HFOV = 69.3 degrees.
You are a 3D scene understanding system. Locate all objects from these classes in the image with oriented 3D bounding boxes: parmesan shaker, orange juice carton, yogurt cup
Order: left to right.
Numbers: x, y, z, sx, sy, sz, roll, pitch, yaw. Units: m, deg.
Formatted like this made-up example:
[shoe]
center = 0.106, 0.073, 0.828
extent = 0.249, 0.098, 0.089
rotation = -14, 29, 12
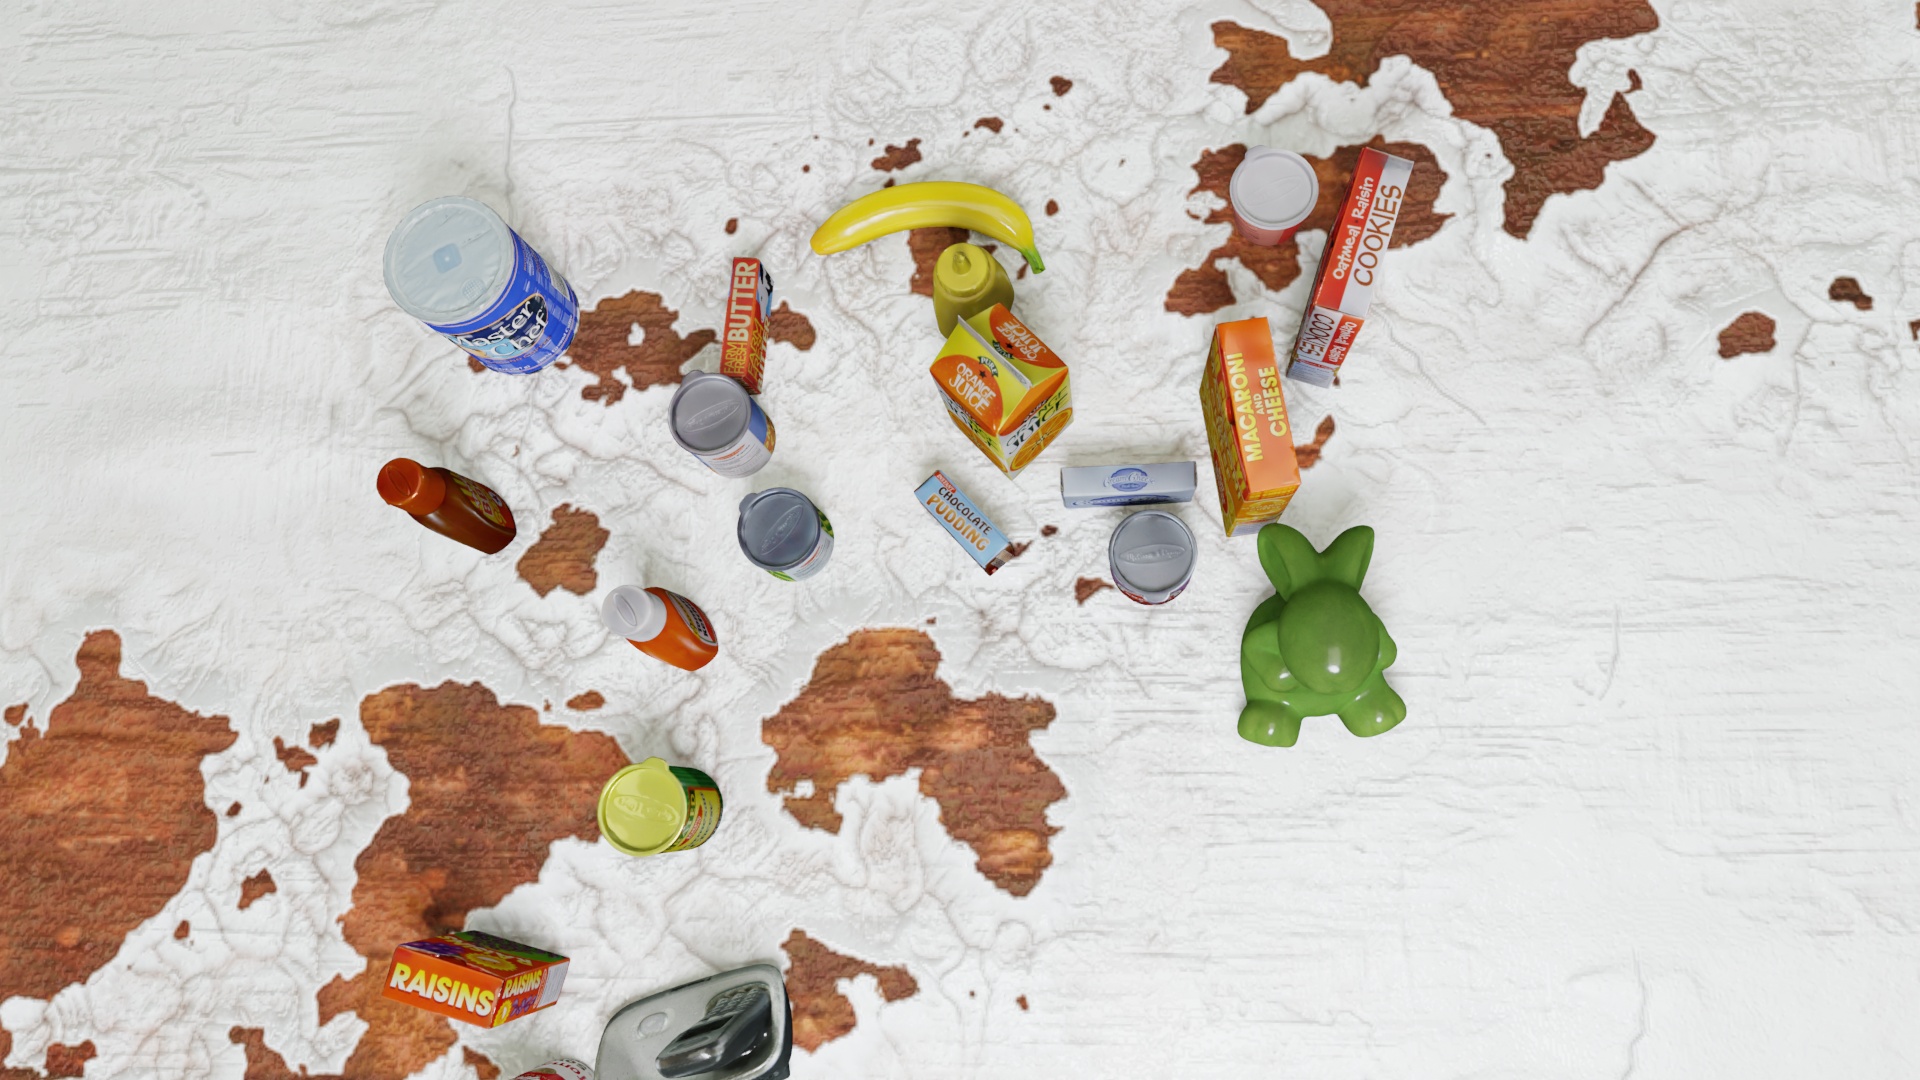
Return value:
[parmesan shaker]
center = -0.221, 0.199, 1.042
extent = 0.071, 0.103, 0.071
rotation = -1, 79, 6
[orange juice carton]
center = 0.032, -0.112, 1.030
extent = 0.073, 0.192, 0.072
rotation = -44, 78, -3
[yogurt cup]
center = 0.248, -0.271, 1.109
extent = 0.072, 0.054, 0.072
rotation = -1, 79, 6

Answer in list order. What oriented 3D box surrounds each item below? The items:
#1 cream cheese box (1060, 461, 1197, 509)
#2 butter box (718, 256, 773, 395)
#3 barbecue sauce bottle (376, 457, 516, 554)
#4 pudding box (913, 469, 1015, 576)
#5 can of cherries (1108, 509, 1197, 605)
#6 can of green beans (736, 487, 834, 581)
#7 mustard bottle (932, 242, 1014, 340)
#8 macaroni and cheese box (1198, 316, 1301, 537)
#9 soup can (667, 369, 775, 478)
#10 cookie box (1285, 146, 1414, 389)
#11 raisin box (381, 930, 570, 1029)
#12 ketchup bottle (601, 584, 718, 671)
[cream cheese box]
center = 0.130, -0.043, 1.077
extent = 0.104, 0.053, 0.024
rotation = -3, 79, 6
[butter box]
center = -0.174, -0.174, 1.135
extent = 0.024, 0.053, 0.103
rotation = 4, 80, 7
[barbecue sauce bottle]
center = -0.401, -0.030, 1.082
extent = 0.044, 0.148, 0.065
rotation = -39, 78, -2
[pudding box]
center = 0.004, -0.014, 1.087
extent = 0.030, 0.049, 0.084
rotation = -43, 78, -3
[can of cherries]
center = 0.146, 0.017, 1.062
extent = 0.071, 0.058, 0.071
rotation = -1, 79, 6
[can of green beans]
center = -0.137, -0.004, 1.096
extent = 0.071, 0.057, 0.071
rotation = -1, 79, 6
[mustard bottle]
center = 0.007, -0.193, 1.065
extent = 0.049, 0.160, 0.065
rotation = 28, 84, 10
[macaroni and cheese box]
center = 0.208, -0.078, 1.018
extent = 0.040, 0.166, 0.124
rotation = -10, 79, 4
[soup can]
center = -0.189, -0.092, 1.105
extent = 0.071, 0.083, 0.071
rotation = -1, 79, 6
[cookie box]
center = 0.285, -0.197, 1.033
extent = 0.040, 0.167, 0.123
rotation = 17, 82, 9
[raisin box]
center = -0.353, 0.320, 1.022
extent = 0.086, 0.123, 0.040
rotation = 14, 81, 9
[ketchup bottle]
center = -0.228, 0.063, 1.046
extent = 0.043, 0.148, 0.065
rotation = -36, 78, -1
